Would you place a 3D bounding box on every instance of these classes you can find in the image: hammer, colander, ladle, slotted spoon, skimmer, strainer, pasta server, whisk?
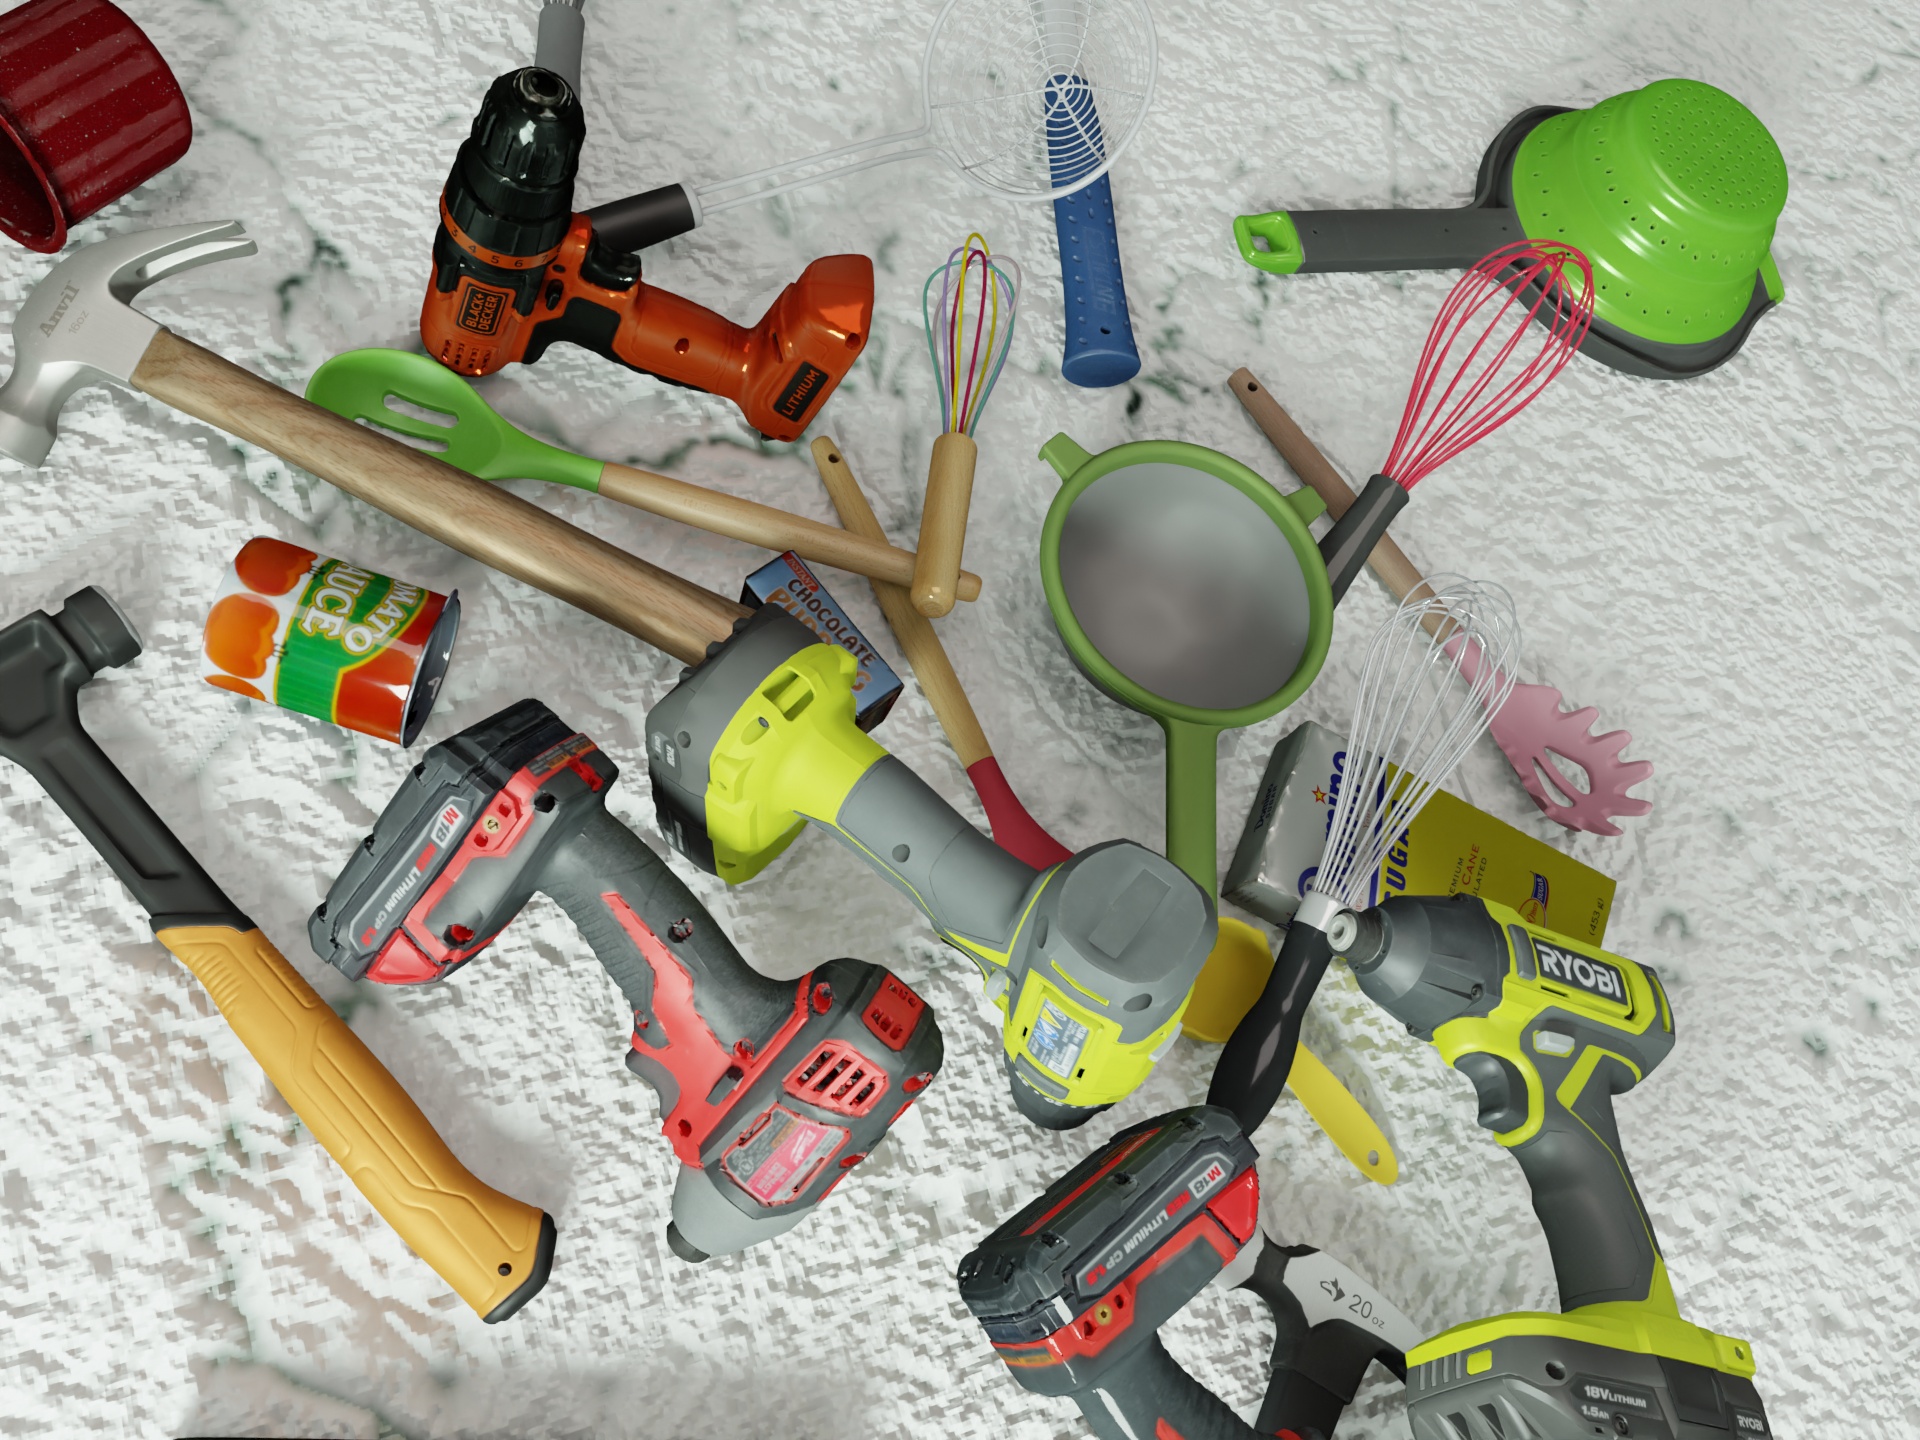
[{"bbox_3d":[0.066,-0.373,0.913,0.144,0.035,0.406,2,68,-16],"label":"hammer"},{"bbox_3d":[0.353,-0.309,0.943,0.397,0.094,0.205,-7,71,-20],"label":"colander"},{"bbox_3d":[-0.001,-0.002,0.750,0.069,0.031,0.316,-21,74,-23],"label":"ladle"},{"bbox_3d":[-0.141,-0.102,0.735,0.313,0.031,0.070,16,67,-7],"label":"slotted spoon"},{"bbox_3d":[-0.075,-0.286,0.788,0.363,0.090,0.127,-23,89,-18],"label":"skimmer"},{"bbox_3d":[0.098,-0.008,0.757,0.151,0.069,0.256,9,68,-15],"label":"strainer"},{"bbox_3d":[0.246,-0.068,0.845,0.060,0.040,0.316,-35,81,-11],"label":"pasta server"},{"bbox_3d":[-0.284,0.103,0.614,0.337,0.034,0.127,47,63,5],"label":"hammer"},{"bbox_3d":[-0.208,-0.362,0.819,0.055,0.055,0.239,4,72,-16],"label":"whisk"},{"bbox_3d":[0.099,0.375,0.622,0.146,0.035,0.335,31,63,-2],"label":"hammer"},{"bbox_3d":[0.234,-0.136,0.827,0.073,0.073,0.296,38,82,0],"label":"whisk"},{"bbox_3d":[-0.002,-0.152,0.779,0.051,0.047,0.245,12,55,-6],"label":"whisk"},{"bbox_3d":[0.176,0.059,0.715,0.070,0.070,0.285,28,80,-5],"label":"whisk"},{"bbox_3d":[-0.239,-0.105,0.684,0.331,0.031,0.130,26,82,-5],"label":"hammer"}]

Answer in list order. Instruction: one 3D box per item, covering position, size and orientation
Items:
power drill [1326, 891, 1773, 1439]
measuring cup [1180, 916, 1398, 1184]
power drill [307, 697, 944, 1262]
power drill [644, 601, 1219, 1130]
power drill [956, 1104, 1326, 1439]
[{"bbox_3d":[0.227,0.180,0.637,0.171,0.080,0.223,20,49,-23],"label":"power drill"},{"bbox_3d":[0.146,0.156,0.736,0.062,0.029,0.156,-44,98,-22],"label":"measuring cup"},{"bbox_3d":[-0.129,0.107,0.614,0.219,0.143,0.078,39,18,0],"label":"power drill"},{"bbox_3d":[-0.014,0.071,0.644,0.228,0.190,0.080,35,61,15],"label":"power drill"},{"bbox_3d":[0.126,0.263,0.616,0.188,0.080,0.227,-30,82,-29],"label":"power drill"}]
